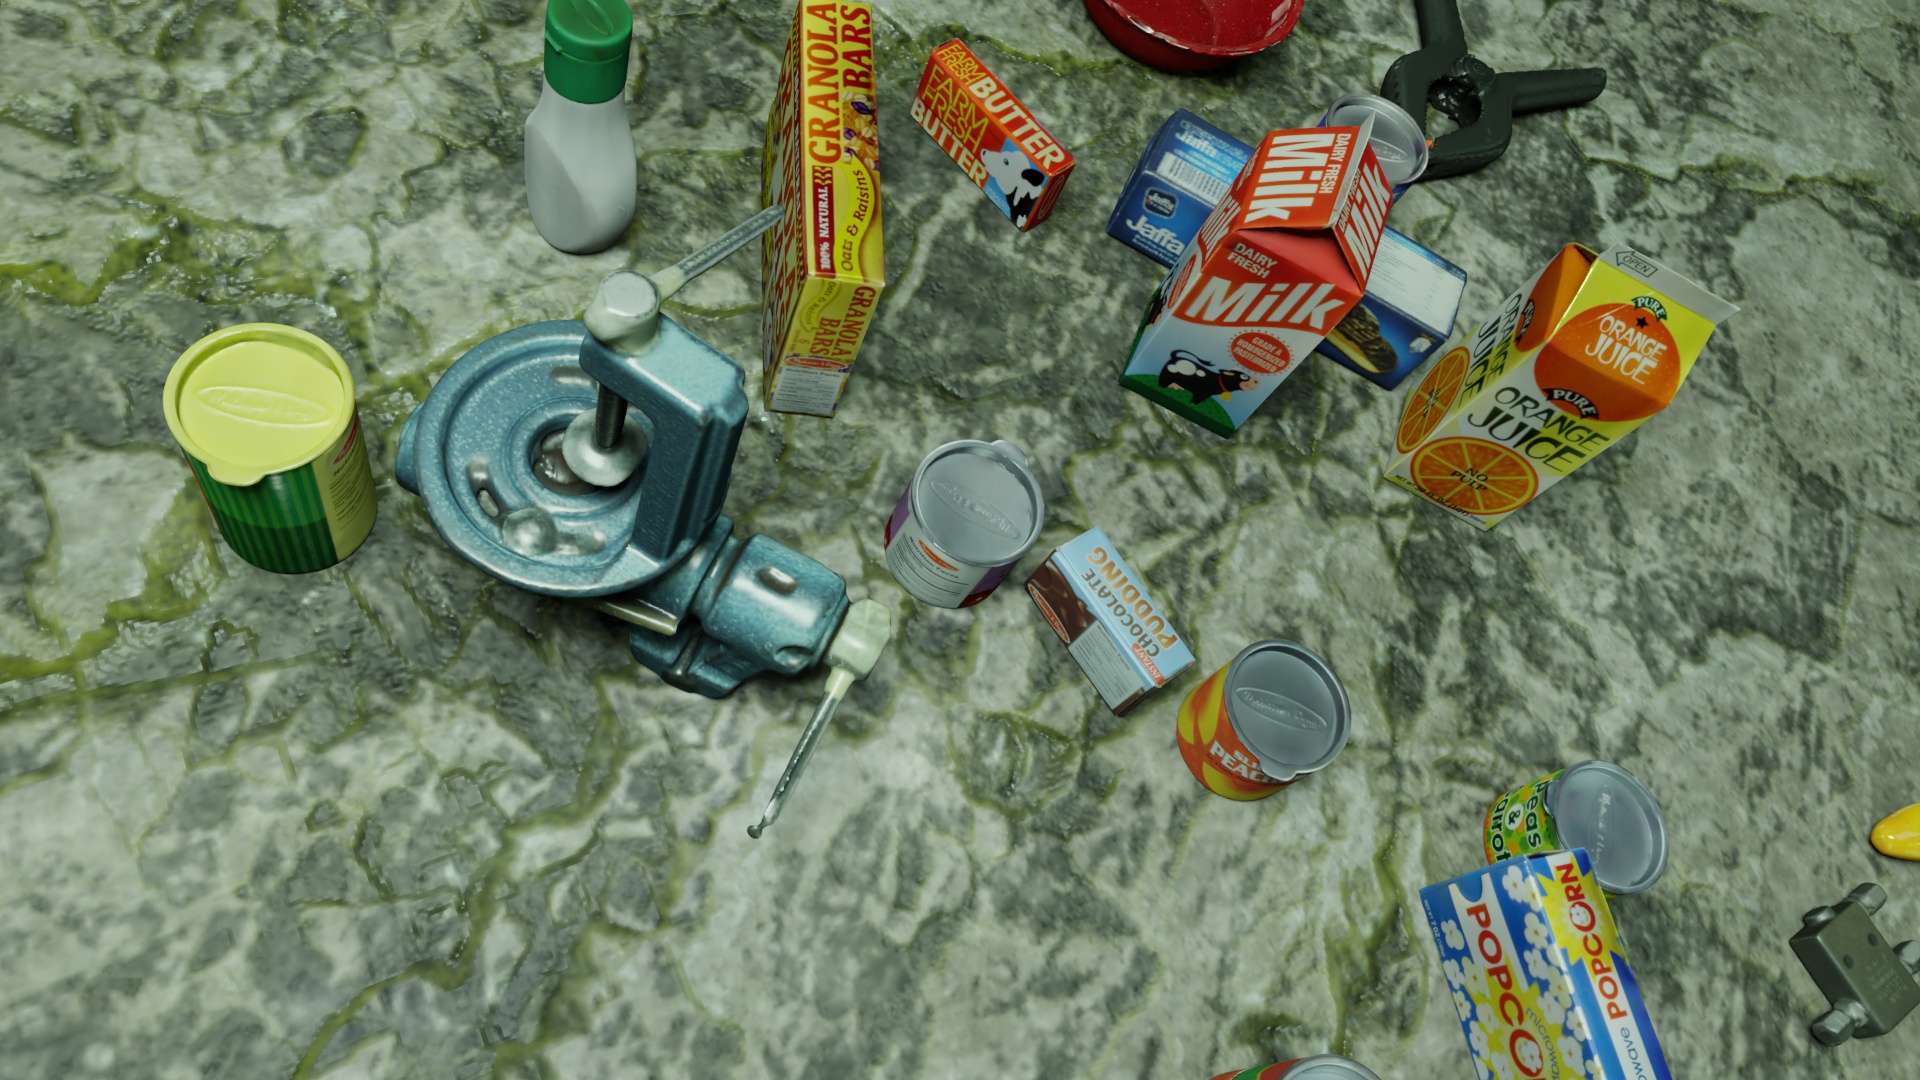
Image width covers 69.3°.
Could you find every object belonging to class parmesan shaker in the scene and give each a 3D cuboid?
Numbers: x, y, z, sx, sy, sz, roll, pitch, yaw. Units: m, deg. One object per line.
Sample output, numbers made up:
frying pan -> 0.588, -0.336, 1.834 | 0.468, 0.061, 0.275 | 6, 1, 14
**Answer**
parmesan shaker -> -0.282, -0.032, 0.573 | 0.071, 0.102, 0.071 | 7, 64, -15

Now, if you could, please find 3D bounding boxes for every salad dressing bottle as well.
salad dressing bottle -> -0.179, -0.196, 0.659 | 0.044, 0.147, 0.064 | -34, 80, -28

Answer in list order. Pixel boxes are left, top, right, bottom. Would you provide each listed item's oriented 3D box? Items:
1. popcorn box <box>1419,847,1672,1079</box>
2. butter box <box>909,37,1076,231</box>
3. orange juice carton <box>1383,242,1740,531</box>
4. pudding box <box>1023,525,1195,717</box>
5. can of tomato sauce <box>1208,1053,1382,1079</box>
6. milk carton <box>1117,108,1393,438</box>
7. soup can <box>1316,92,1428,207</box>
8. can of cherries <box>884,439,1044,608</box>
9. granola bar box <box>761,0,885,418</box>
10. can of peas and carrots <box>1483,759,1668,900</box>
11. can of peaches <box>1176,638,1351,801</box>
popcorn box -> 0.270, 0.214, 0.643 | 0.038, 0.085, 0.127 | -4, 67, -20
butter box -> 0.017, -0.231, 0.793 | 0.024, 0.053, 0.103 | -37, 81, -28
orange juice carton -> 0.314, -0.087, 0.739 | 0.072, 0.191, 0.073 | 27, 61, -4
pudding box -> 0.072, 0.040, 0.683 | 0.030, 0.049, 0.084 | -30, 77, -27
can of tomato sauce -> 0.136, 0.254, 0.582 | 0.071, 0.082, 0.071 | 7, 64, -15
milk carton -> 0.156, -0.137, 0.714 | 0.073, 0.189, 0.073 | 26, 61, -5
soup can -> 0.229, -0.213, 0.835 | 0.071, 0.083, 0.071 | 7, 64, -15
can of cherries -> 0.002, -0.009, 0.679 | 0.071, 0.058, 0.072 | 7, 64, -15
granola bar box -> -0.072, -0.163, 0.691 | 0.039, 0.123, 0.166 | 3, 65, -16
can of peas and carrots -> 0.307, 0.149, 0.701 | 0.071, 0.058, 0.071 | 7, 64, -15
can of peaches -> 0.146, 0.091, 0.677 | 0.071, 0.057, 0.071 | 7, 64, -15
